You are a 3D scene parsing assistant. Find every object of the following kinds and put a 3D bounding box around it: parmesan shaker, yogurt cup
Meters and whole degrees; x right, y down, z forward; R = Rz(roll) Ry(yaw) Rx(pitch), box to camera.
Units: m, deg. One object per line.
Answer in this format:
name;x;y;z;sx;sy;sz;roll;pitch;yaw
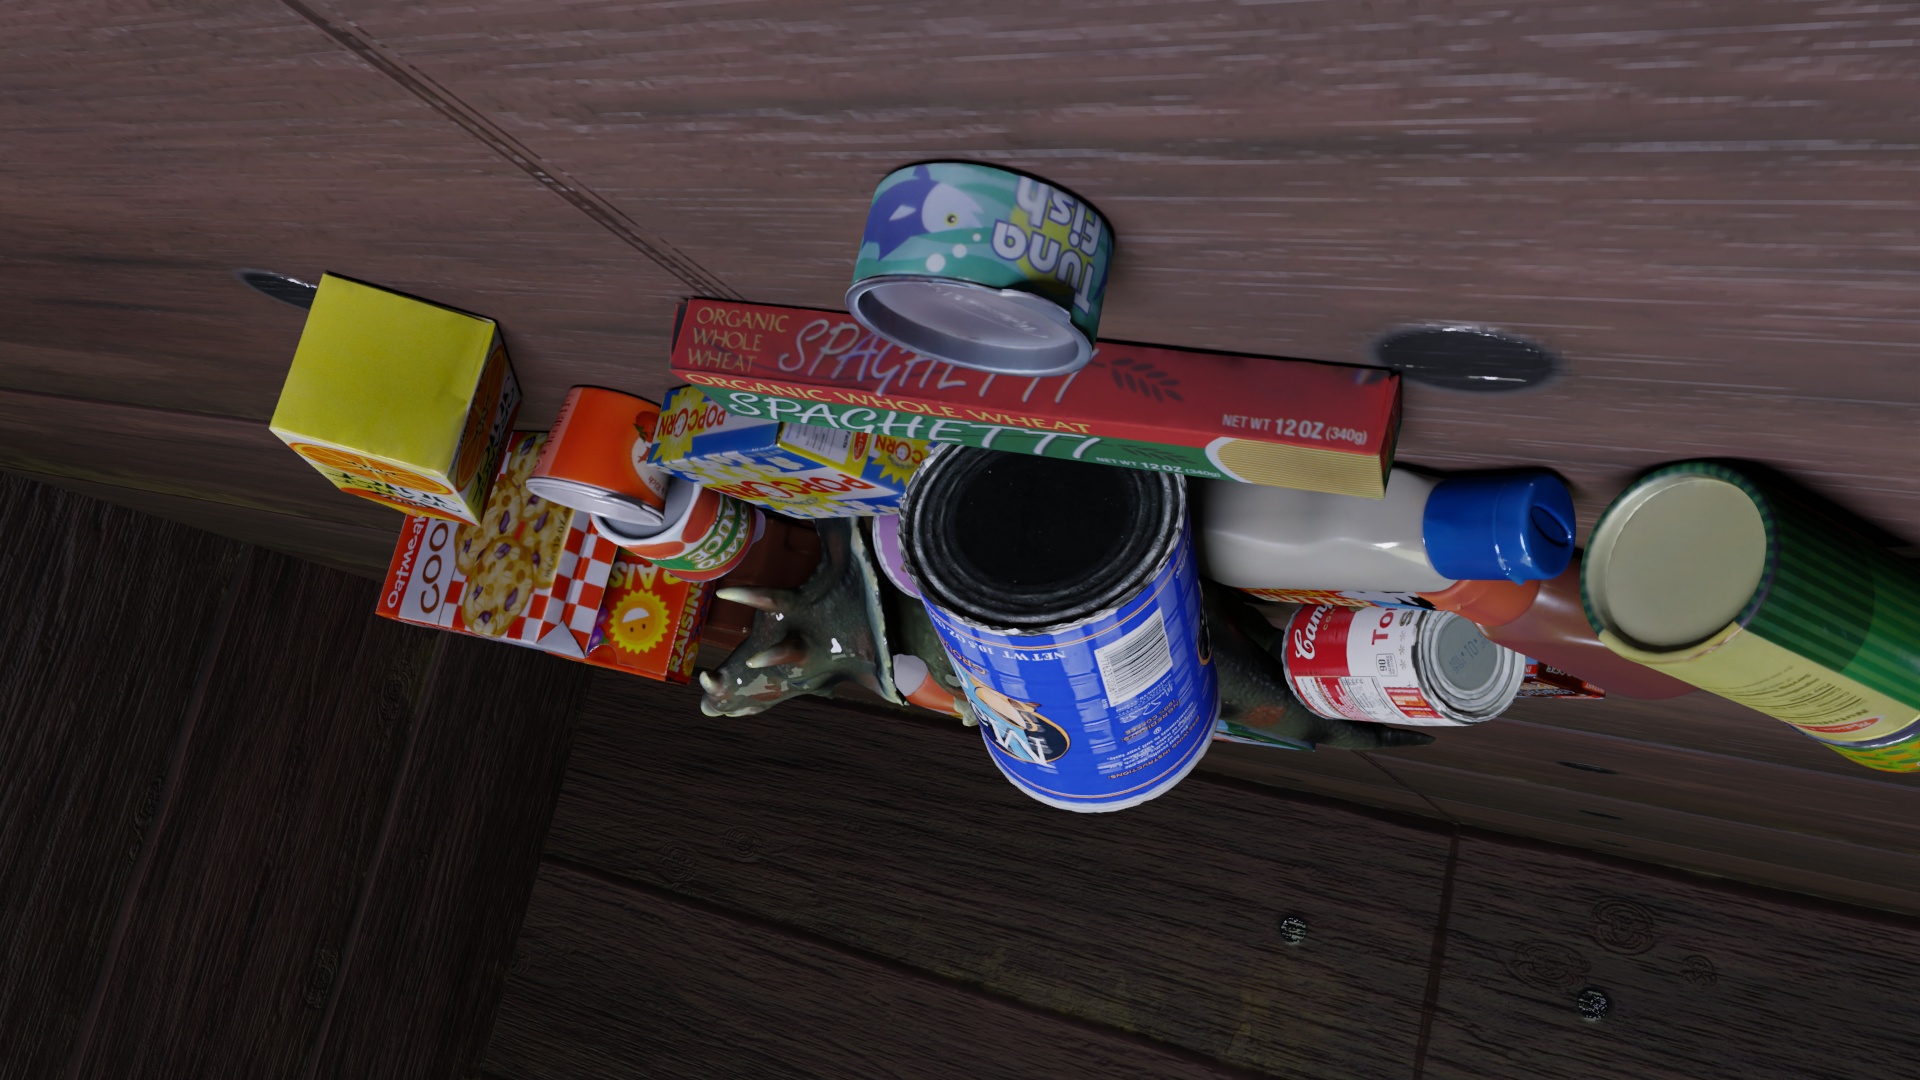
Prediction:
parmesan shaker;0.259;0.020;0.441;0.103;0.071;0.071;19;168;-28
yogurt cup;-0.173;-0.042;0.684;0.072;0.054;0.072;13;170;2

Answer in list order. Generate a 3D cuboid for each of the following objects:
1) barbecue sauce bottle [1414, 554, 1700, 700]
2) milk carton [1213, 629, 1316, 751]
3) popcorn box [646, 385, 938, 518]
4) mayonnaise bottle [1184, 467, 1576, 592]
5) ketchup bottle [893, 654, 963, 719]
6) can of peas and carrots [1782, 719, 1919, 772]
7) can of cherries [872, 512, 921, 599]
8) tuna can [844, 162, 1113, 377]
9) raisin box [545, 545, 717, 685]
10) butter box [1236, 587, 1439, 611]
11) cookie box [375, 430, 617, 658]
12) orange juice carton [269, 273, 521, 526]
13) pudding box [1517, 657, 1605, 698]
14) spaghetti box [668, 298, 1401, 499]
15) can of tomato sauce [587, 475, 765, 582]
barbecue sauce bottle;0.242;0.027;0.567;0.148;0.044;0.065;20;167;-31
milk carton;0.161;0.099;0.981;0.073;0.072;0.190;19;168;-32
popcorn box;-0.071;-0.040;0.607;0.085;0.038;0.126;20;168;-34
mayonnaise bottle;0.151;-0.004;0.520;0.064;0.041;0.148;27;162;-36
ketchup bottle;-0.005;0.094;0.918;0.149;0.043;0.065;24;172;-37
can of peas and carrots;0.328;0.047;0.493;0.059;0.071;0.071;21;167;-41
can of cherries;0.002;-0.008;0.622;0.071;0.071;0.058;20;167;-34
tuna can;0.007;-0.070;0.362;0.071;0.033;0.071;13;170;2
raisin box;-0.194;0.020;0.851;0.086;0.123;0.040;11;169;15
butter box;0.169;0.013;0.634;0.053;0.024;0.103;21;167;-42
cookie box;-0.271;-0.002;0.830;0.167;0.123;0.040;5;166;38
orange juice carton;-0.259;-0.057;0.662;0.073;0.072;0.192;16;169;-11
pudding box;0.295;0.064;0.739;0.050;0.030;0.083;16;170;-20
spaghetti box;0.018;-0.050;0.470;0.250;0.029;0.050;9;168;21
can of tomato sauce;-0.154;-0.018;0.757;0.071;0.071;0.083;10;169;15
